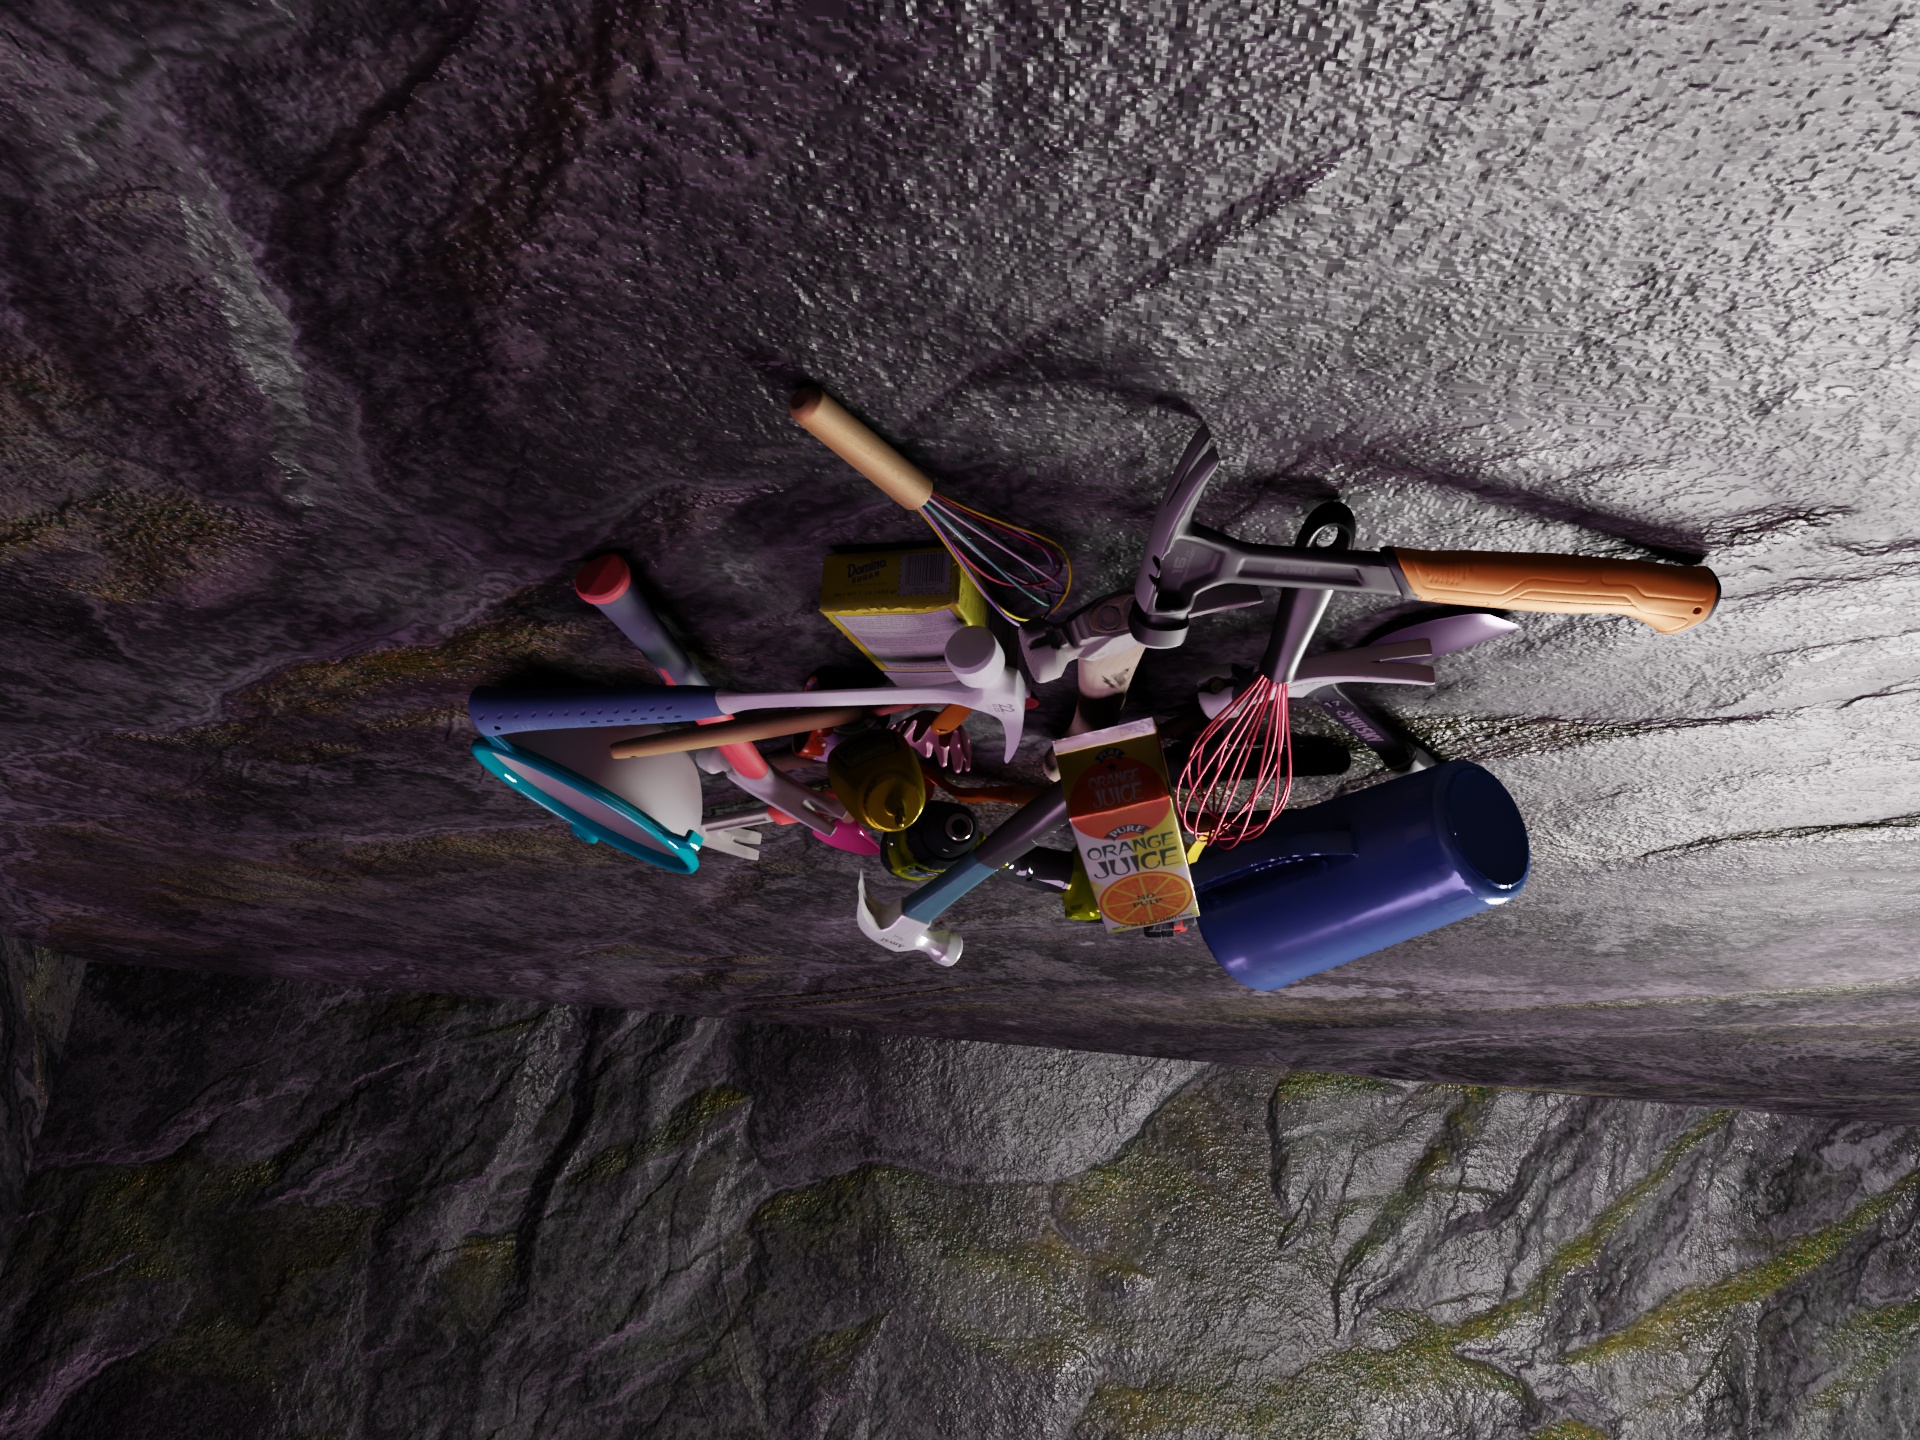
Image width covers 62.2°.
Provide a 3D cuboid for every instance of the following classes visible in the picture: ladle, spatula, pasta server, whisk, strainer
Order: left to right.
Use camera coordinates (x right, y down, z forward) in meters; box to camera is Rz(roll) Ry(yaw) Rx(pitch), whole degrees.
[{"bbox_3d":[-0.309,0.050,1.393,0.211,0.095,0.340,30,164,-7],"label":"strainer"},{"bbox_3d":[-0.098,-0.002,1.170,0.315,0.031,0.069,-9,169,-7],"label":"ladle"},{"bbox_3d":[-0.093,0.028,1.333,0.060,0.040,0.316,30,156,-30],"label":"pasta server"},{"bbox_3d":[-0.009,-0.122,0.901,0.047,0.051,0.244,-29,142,25],"label":"whisk"},{"bbox_3d":[0.067,0.054,1.282,0.323,0.041,0.081,7,163,32],"label":"spatula"},{"bbox_3d":[0.190,-0.018,0.981,0.073,0.073,0.295,7,137,-3],"label":"whisk"},{"bbox_3d":[0.246,-0.028,1.118,0.059,0.018,0.316,12,160,-32],"label":"spatula"}]

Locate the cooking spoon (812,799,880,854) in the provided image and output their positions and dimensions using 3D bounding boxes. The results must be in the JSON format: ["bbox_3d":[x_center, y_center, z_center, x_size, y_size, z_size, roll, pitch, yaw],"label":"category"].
[{"bbox_3d":[-0.100,0.078,1.415,0.069,0.017,0.318,15,162,1],"label":"cooking spoon"}]

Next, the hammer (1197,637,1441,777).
[{"bbox_3d":[0.324,0.019,1.178,0.149,0.036,0.408,-11,159,30],"label":"hammer"}]

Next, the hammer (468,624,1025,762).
[{"bbox_3d":[-0.150,-0.010,1.092,0.405,0.035,0.144,-2,155,18],"label":"hammer"}]

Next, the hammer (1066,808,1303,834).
[{"bbox_3d":[0.237,0.089,1.384,0.335,0.035,0.146,-3,160,44],"label":"hammer"}]

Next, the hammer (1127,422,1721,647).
[{"bbox_3d":[0.266,-0.086,0.875,0.336,0.034,0.127,3,131,-12],"label":"hammer"}]

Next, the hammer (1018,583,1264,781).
[{"bbox_3d":[0.109,-0.018,1.131,0.146,0.038,0.410,-19,167,-4],"label":"hammer"}]

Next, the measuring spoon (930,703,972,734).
[{"bbox_3d":[-0.002,-0.004,1.142,0.021,0.011,0.117,6,163,-14],"label":"measuring spoon"}]

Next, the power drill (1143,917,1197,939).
[{"bbox_3d":[0.289,0.161,1.549,0.219,0.078,0.143,-4,-178,11],"label":"power drill"}]

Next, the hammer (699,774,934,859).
[{"bbox_3d":[-0.152,0.089,1.554,0.149,0.037,0.359,22,156,-40],"label":"hammer"}]

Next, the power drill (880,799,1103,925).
[{"bbox_3d":[0.053,0.120,1.396,0.228,0.080,0.190,13,167,-12],"label":"power drill"}]

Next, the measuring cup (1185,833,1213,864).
[{"bbox_3d":[0.205,0.109,1.385,0.062,0.029,0.156,11,155,-5],"label":"measuring cup"}]

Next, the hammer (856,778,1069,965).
[{"bbox_3d":[0.031,0.103,1.263,0.128,0.033,0.331,24,136,-28],"label":"hammer"}]

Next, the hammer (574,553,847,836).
[{"bbox_3d":[-0.188,-0.013,1.202,0.143,0.038,0.386,28,165,19],"label":"hammer"}]
